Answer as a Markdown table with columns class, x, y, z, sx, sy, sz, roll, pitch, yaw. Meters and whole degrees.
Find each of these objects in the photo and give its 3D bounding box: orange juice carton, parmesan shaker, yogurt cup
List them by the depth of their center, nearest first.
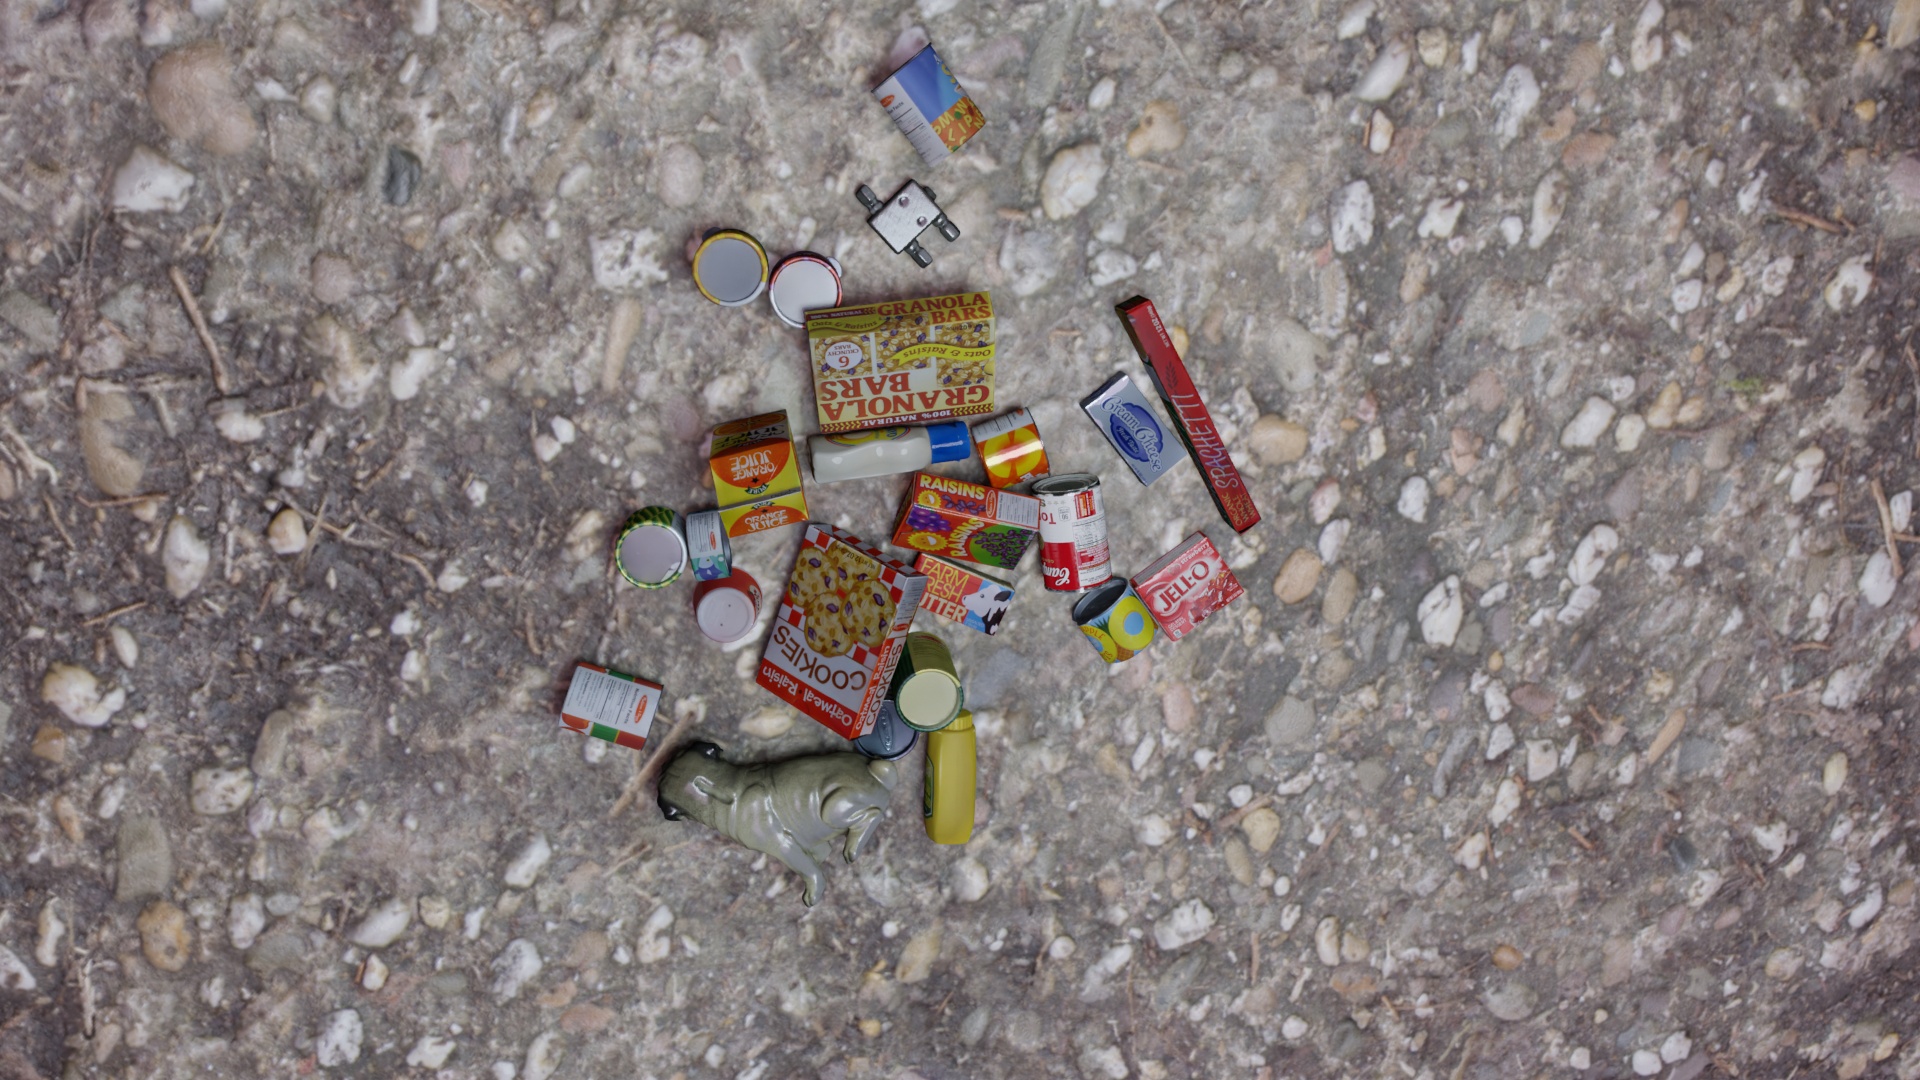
| class | x | y | z | sx | sy | sz | roll | pitch | yaw |
| --- | --- | --- | --- | --- | --- | --- | --- | --- | --- |
| orange juice carton | -0.177 | -0.057 | 1.219 | 0.072 | 0.193 | 0.072 | -13 | 107 | -5 |
| yogurt cup | -0.222 | 0.063 | 1.317 | 0.072 | 0.054 | 0.072 | -2 | 104 | -7 |
| parmesan shaker | -0.038 | 0.135 | 1.334 | 0.071 | 0.103 | 0.071 | -2 | 105 | -7 |

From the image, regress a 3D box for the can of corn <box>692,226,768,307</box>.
| class | x | y | z | sx | sy | sz | roll | pitch | yaw |
| --- | --- | --- | --- | --- | --- | --- | --- | --- | --- |
| can of corn | -0.206 | -0.245 | 1.236 | 0.071 | 0.058 | 0.071 | -2 | 105 | -7 |

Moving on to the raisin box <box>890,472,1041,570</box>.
| class | x | y | z | sx | sy | sz | roll | pitch | yaw |
| --- | --- | --- | --- | --- | --- | --- | --- | --- | --- |
| raisin box | 0.005 | -0.016 | 1.310 | 0.123 | 0.085 | 0.040 | 12 | 60 | -10 |

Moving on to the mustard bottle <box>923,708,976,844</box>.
| class | x | y | z | sx | sy | sz | roll | pitch | yaw |
| --- | --- | --- | --- | --- | --- | --- | --- | --- | --- |
| mustard bottle | -0.010 | 0.219 | 1.383 | 0.049 | 0.065 | 0.160 | 0 | 99 | -13 |

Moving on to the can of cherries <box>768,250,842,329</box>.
| class | x | y | z | sx | sy | sz | roll | pitch | yaw |
| --- | --- | --- | --- | --- | --- | --- | --- | --- | --- |
| can of cherries | -0.138 | -0.228 | 1.249 | 0.071 | 0.058 | 0.071 | -2 | 105 | -7 |

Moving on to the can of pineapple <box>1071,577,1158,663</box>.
| class | x | y | z | sx | sy | sz | roll | pitch | yaw |
| --- | --- | --- | --- | --- | --- | --- | --- | --- | --- |
| can of pineapple | 0.151 | 0.080 | 1.364 | 0.071 | 0.071 | 0.057 | -37 | 107 | 3 |

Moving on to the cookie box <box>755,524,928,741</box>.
| class | x | y | z | sx | sy | sz | roll | pitch | yaw |
| --- | --- | --- | --- | --- | --- | --- | --- | --- | --- |
| cookie box | -0.115 | 0.085 | 1.309 | 0.123 | 0.040 | 0.167 | 27 | 103 | 28 |

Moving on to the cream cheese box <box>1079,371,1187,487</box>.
| class | x | y | z | sx | sy | sz | roll | pitch | yaw |
| --- | --- | --- | --- | --- | --- | --- | --- | --- | --- |
| cream cheese box | 0.167 | -0.108 | 1.340 | 0.053 | 0.024 | 0.103 | -40 | 106 | 2 |

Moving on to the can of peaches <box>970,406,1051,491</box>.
| class | x | y | z | sx | sy | sz | roll | pitch | yaw |
| --- | --- | --- | --- | --- | --- | --- | --- | --- | --- |
| can of peaches | 0.047 | -0.083 | 1.308 | 0.058 | 0.071 | 0.071 | -20 | 106 | -1 |

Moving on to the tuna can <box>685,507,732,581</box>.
| class | x | y | z | sx | sy | sz | roll | pitch | yaw |
| --- | --- | --- | --- | --- | --- | --- | --- | --- | --- |
| tuna can | -0.234 | 0.005 | 1.296 | 0.033 | 0.071 | 0.071 | -8 | 106 | -4 |

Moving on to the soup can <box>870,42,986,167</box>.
| class | x | y | z | sx | sy | sz | roll | pitch | yaw |
| --- | --- | --- | --- | --- | --- | --- | --- | --- | --- |
| soup can | -0.025 | -0.383 | 1.221 | 0.071 | 0.071 | 0.083 | -39 | 107 | 4 |

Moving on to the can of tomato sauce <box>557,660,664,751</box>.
| class | x | y | z | sx | sy | sz | roll | pitch | yaw |
| --- | --- | --- | --- | --- | --- | --- | --- | --- | --- |
| can of tomato sauce | -0.333 | 0.158 | 1.322 | 0.083 | 0.071 | 0.071 | 18 | 102 | -11 |

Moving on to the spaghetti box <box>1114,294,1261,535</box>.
| class | x | y | z | sx | sy | sz | roll | pitch | yaw |
| --- | --- | --- | --- | --- | --- | --- | --- | --- | --- |
| spaghetti box | 0.219 | -0.119 | 1.330 | 0.029 | 0.050 | 0.249 | -30 | 107 | 2 |

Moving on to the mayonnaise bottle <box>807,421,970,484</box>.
| class | x | y | z | sx | sy | sz | roll | pitch | yaw |
| --- | --- | --- | --- | --- | --- | --- | --- | --- | --- |
| mayonnaise bottle | -0.066 | -0.085 | 1.297 | 0.148 | 0.065 | 0.041 | -9 | 112 | -9 |

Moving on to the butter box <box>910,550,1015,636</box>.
| class | x | y | z | sx | sy | sz | roll | pitch | yaw |
| --- | --- | --- | --- | --- | --- | --- | --- | --- | --- |
| butter box | -0.004 | 0.050 | 1.358 | 0.103 | 0.024 | 0.053 | 22 | 100 | -13 |

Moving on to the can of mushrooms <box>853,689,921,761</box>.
| class | x | y | z | sx | sy | sz | roll | pitch | yaw |
| --- | --- | --- | --- | --- | --- | --- | --- | --- | --- |
| can of mushrooms | -0.072 | 0.183 | 1.379 | 0.071 | 0.033 | 0.071 | -2 | 104 | -7 |

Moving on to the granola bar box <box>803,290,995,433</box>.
| class | x | y | z | sx | sy | sz | roll | pitch | yaw |
| --- | --- | --- | --- | --- | --- | --- | --- | --- | --- |
| granola bar box | -0.052 | -0.159 | 1.256 | 0.166 | 0.039 | 0.123 | -8 | 143 | -5 |

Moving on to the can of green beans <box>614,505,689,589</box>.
| class | x | y | z | sx | sy | sz | roll | pitch | yaw |
| --- | --- | --- | --- | --- | --- | --- | --- | --- | --- |
| can of green beans | -0.286 | 0.007 | 1.291 | 0.071 | 0.058 | 0.071 | -2 | 105 | -7 |
